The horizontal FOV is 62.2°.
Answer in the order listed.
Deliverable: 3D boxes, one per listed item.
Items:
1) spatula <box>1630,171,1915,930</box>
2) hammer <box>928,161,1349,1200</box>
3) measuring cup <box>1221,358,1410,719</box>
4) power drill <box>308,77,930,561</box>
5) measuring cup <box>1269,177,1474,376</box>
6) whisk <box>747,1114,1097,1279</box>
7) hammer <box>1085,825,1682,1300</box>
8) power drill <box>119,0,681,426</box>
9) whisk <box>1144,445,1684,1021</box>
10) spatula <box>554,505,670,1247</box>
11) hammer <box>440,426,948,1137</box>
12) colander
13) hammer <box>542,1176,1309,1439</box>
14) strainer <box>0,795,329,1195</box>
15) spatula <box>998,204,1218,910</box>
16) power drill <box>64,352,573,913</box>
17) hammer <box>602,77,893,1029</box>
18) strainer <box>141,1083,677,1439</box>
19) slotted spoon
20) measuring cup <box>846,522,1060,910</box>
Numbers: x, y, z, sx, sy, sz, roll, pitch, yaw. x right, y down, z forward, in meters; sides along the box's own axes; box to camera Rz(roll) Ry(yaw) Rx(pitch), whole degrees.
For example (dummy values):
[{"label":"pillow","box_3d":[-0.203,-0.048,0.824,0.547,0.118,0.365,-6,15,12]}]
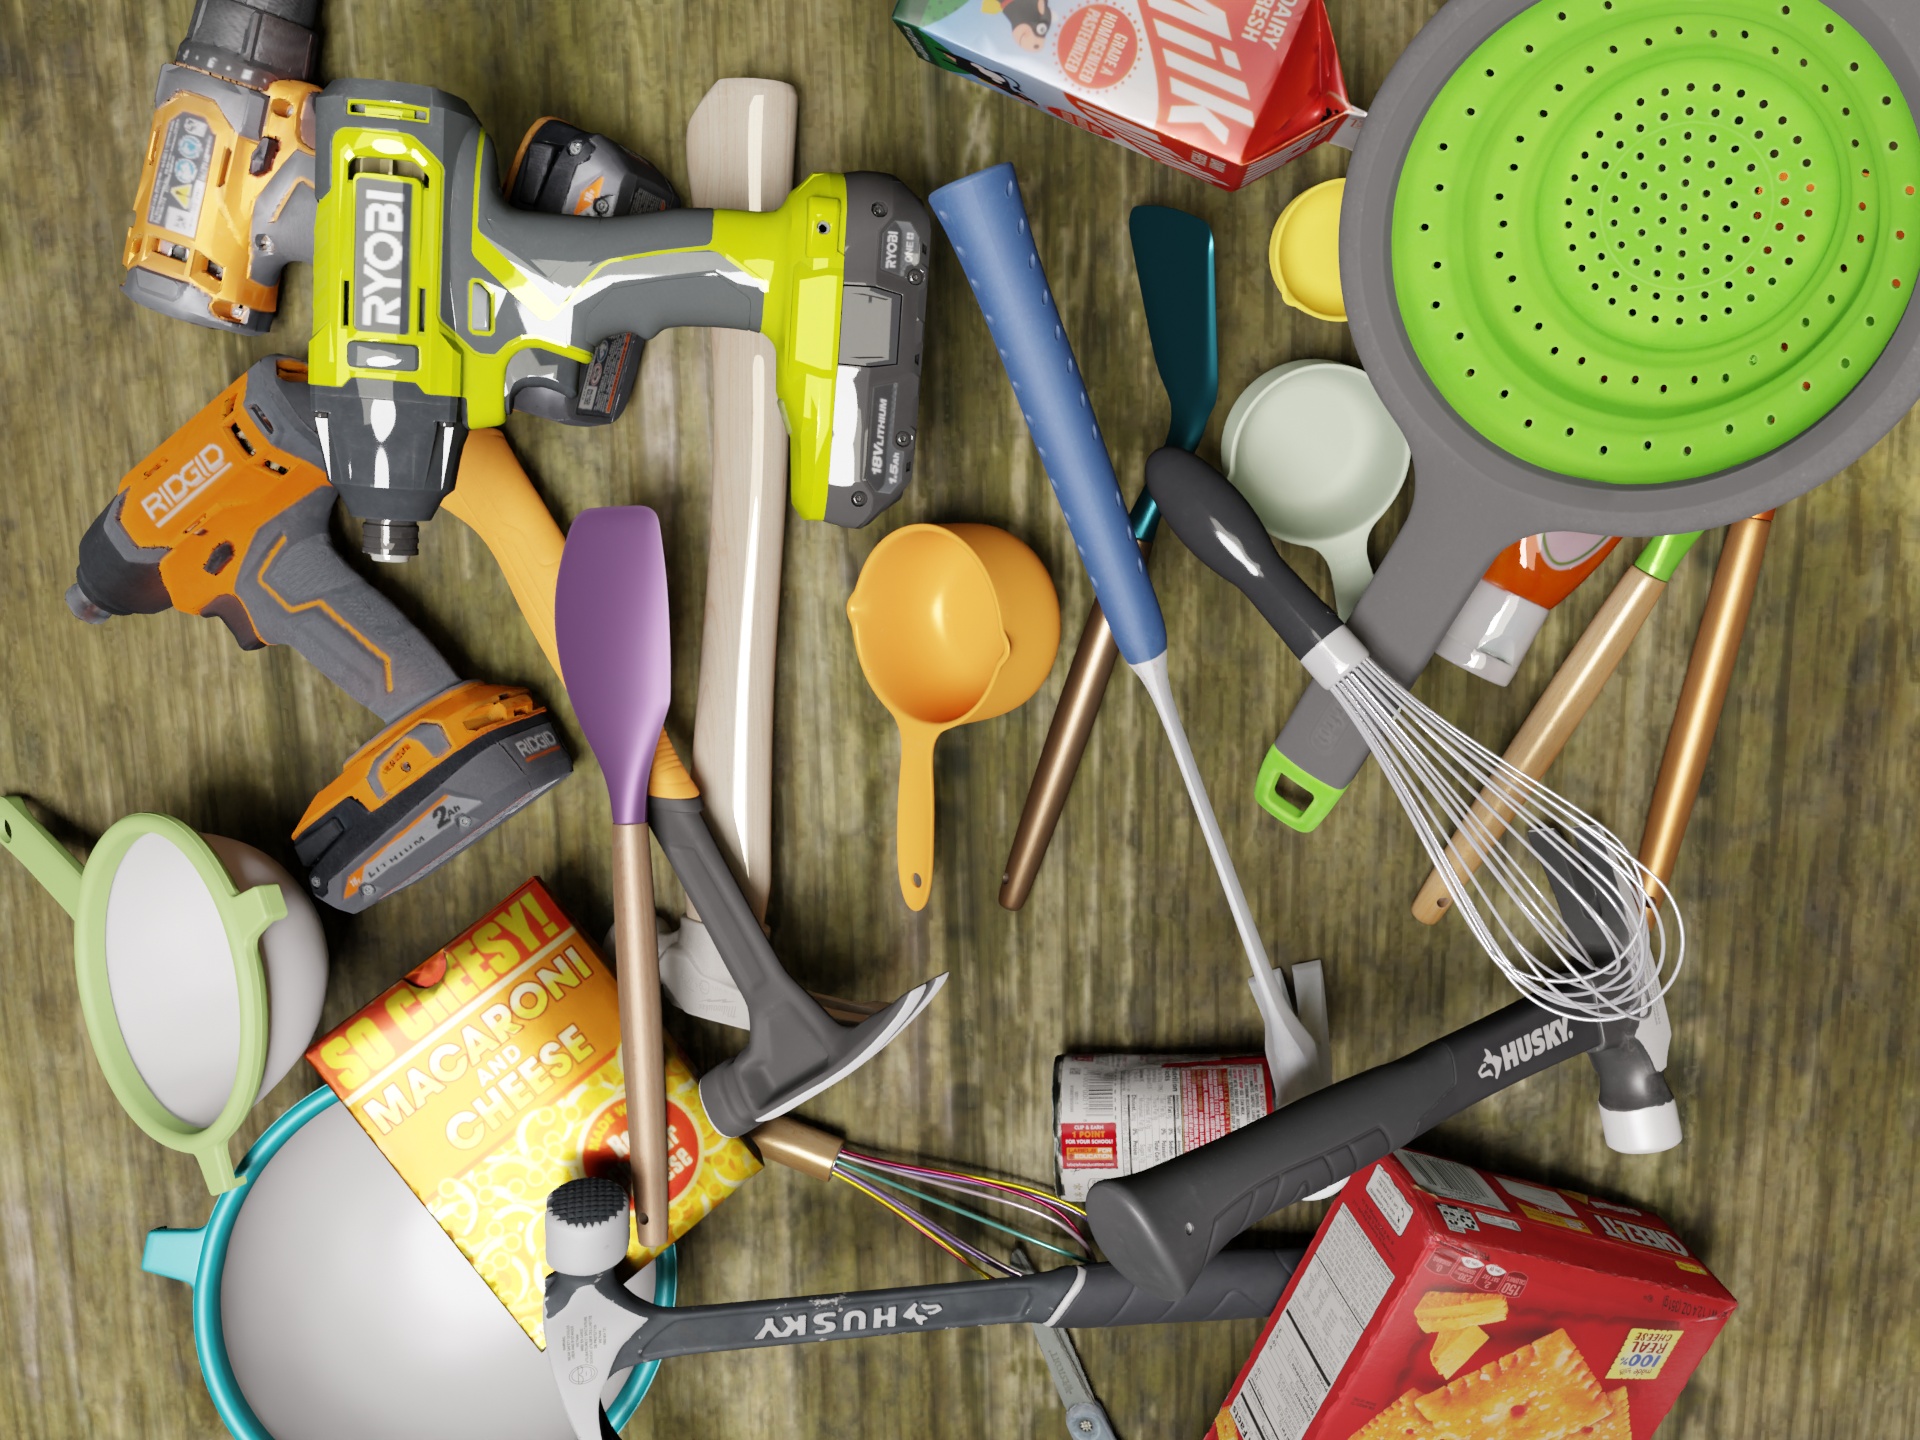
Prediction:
[{"label":"spatula","box_3d":[0.329,-0.060,0.668,0.081,0.041,0.322,11,103,7]},{"label":"hammer","box_3d":[0.078,-0.018,0.636,0.035,0.144,0.405,-18,103,15]},{"label":"measuring cup","box_3d":[0.163,-0.077,0.692,0.083,0.038,0.167,-20,113,4]},{"label":"power drill","box_3d":[-0.131,-0.141,0.612,0.223,0.080,0.171,3,100,-10]},{"label":"measuring cup","box_3d":[0.190,-0.162,0.678,0.062,0.029,0.156,-40,106,11]},{"label":"whisk","box_3d":[-0.041,0.222,0.762,0.245,0.051,0.047,20,86,7]},{"label":"hammer","box_3d":[0.175,0.137,0.611,0.035,0.334,0.146,-12,89,51]},{"label":"power drill","box_3d":[-0.240,-0.238,0.684,0.226,0.084,0.185,19,101,7]},{"label":"whisk","box_3d":[0.167,0.000,0.615,0.070,0.070,0.285,-42,78,12]},{"label":"spatula","box_3d":[-0.141,0.068,0.674,0.060,0.018,0.316,-1,95,26]},{"label":"hammer","box_3d":[-0.136,0.009,0.694,0.127,0.034,0.337,-36,80,27]},{"label":"colander","box_3d":[0.222,-0.116,0.612,0.205,0.094,0.396,36,129,17]},{"label":"hammer","box_3d":[0.026,0.263,0.707,0.409,0.036,0.149,0,110,-12]},{"label":"strainer","box_3d":[-0.371,0.092,0.747,0.257,0.069,0.151,27,111,33]},{"label":"spatula","box_3d":[0.059,-0.059,0.697,0.044,0.082,0.317,10,108,-22]},{"label":"power drill","box_3d":[-0.303,-0.029,0.731,0.164,0.084,0.226,-34,92,14]},{"label":"hammer","box_3d":[-0.088,-0.065,0.700,0.146,0.038,0.410,8,100,27]},{"label":"strainer","box_3d":[-0.206,0.312,0.762,0.211,0.095,0.340,-35,92,-11]},{"label":"slotted spoon","box_3d":[0.275,-0.038,0.663,0.070,0.031,0.313,20,114,-13]},{"label":"measuring cup","box_3d":[-0.001,-0.002,0.702,0.095,0.052,0.173,17,111,40]}]
